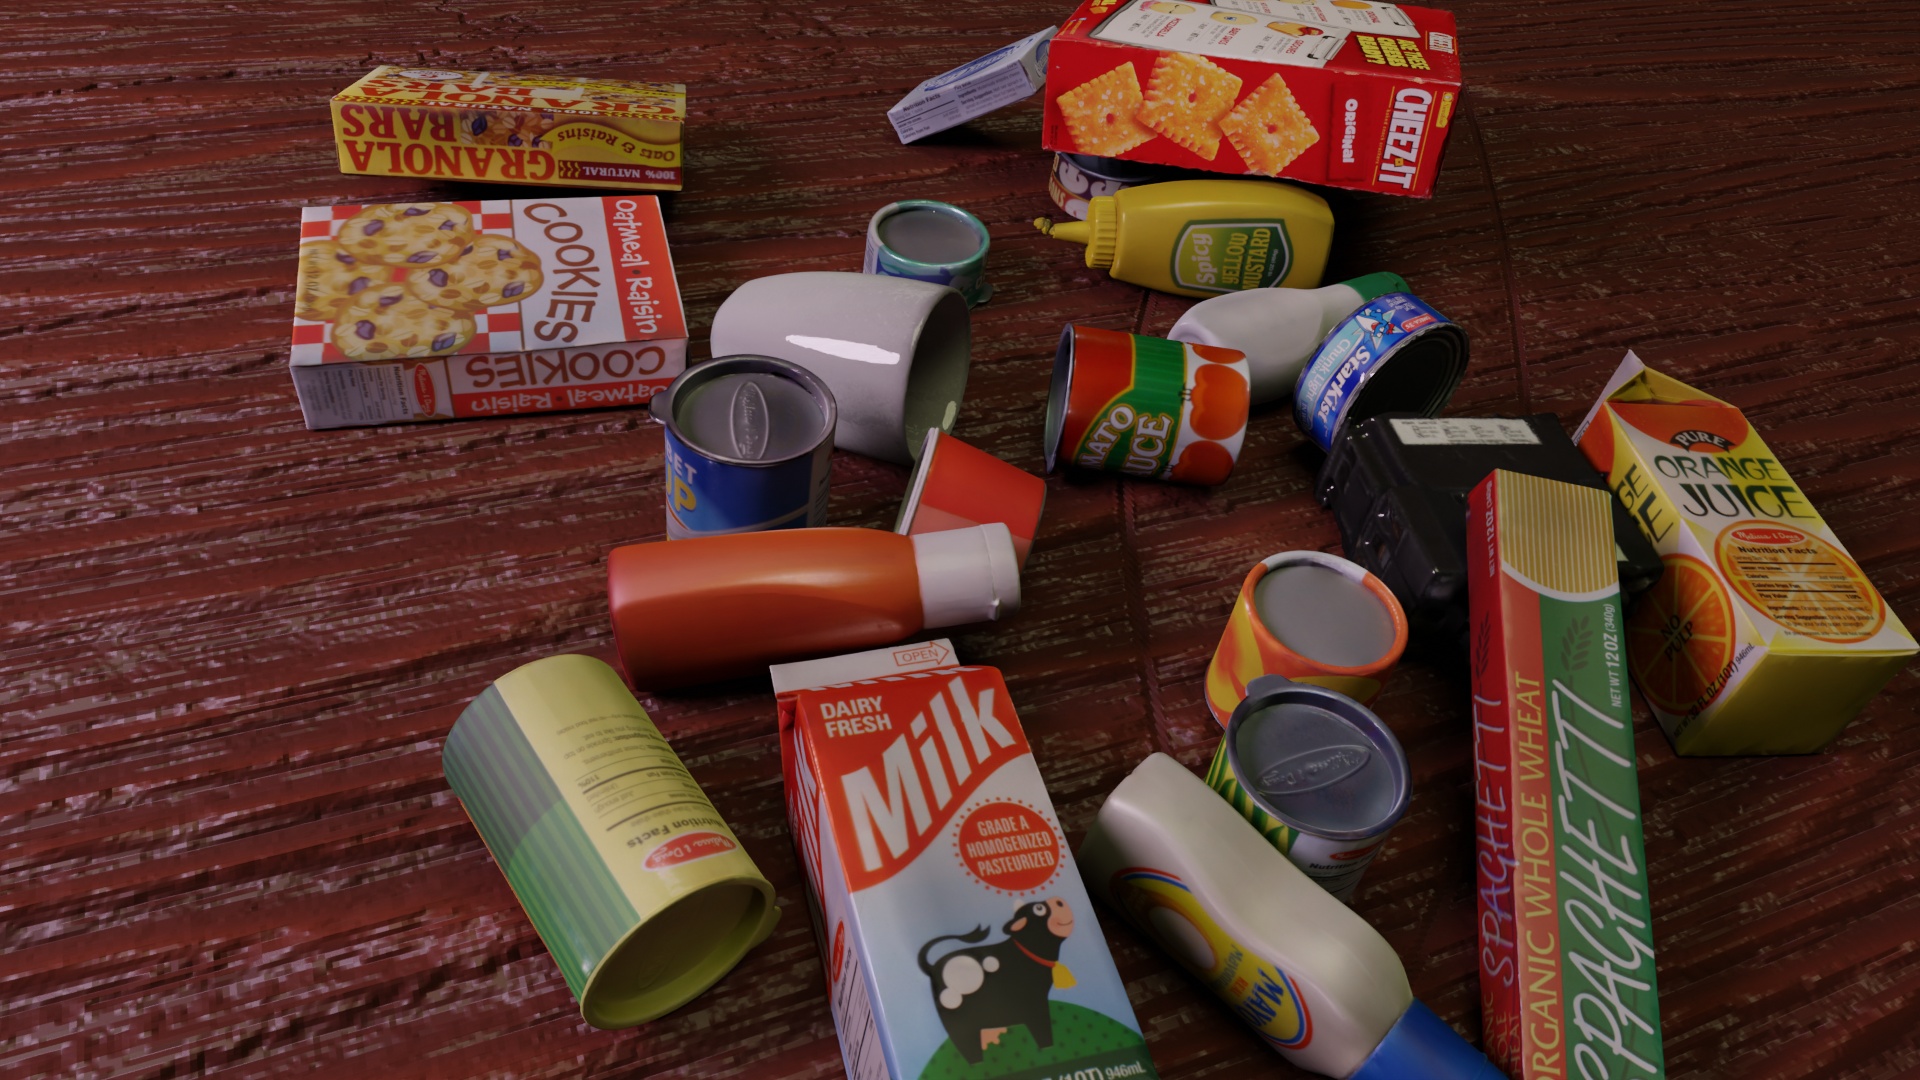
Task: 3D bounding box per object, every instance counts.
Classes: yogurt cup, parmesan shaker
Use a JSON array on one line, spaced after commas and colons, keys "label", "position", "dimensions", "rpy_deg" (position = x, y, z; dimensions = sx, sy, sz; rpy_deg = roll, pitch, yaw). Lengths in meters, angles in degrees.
[{"label": "yogurt cup", "position": [0.002, -0.007, 0.577], "dimensions": [0.054, 0.072, 0.073], "rpy_deg": [18, 44, -4]}, {"label": "parmesan shaker", "position": [-0.113, 0.095, 0.450], "dimensions": [0.071, 0.071, 0.103], "rpy_deg": [-24, 53, -31]}]

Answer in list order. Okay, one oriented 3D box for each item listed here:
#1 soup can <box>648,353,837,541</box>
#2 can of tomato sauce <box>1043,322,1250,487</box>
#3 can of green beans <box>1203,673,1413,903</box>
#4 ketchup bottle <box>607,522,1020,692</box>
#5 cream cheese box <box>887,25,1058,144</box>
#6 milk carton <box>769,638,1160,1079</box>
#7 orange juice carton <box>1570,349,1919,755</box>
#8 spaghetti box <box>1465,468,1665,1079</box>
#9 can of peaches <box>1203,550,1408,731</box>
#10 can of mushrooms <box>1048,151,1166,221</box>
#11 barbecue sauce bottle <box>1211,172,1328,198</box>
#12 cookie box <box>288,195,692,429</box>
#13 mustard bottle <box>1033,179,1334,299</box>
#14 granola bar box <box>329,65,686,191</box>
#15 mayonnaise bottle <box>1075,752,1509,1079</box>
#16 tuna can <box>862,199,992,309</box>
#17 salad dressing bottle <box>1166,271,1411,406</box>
[{"label": "soup can", "position": [-0.088, -0.022, 0.559], "dimensions": [0.071, 0.083, 0.072], "rpy_deg": [6, 44, -6]}, {"label": "can of tomato sauce", "position": [0.085, -0.061, 0.646], "dimensions": [0.083, 0.070, 0.071], "rpy_deg": [8, 44, -5]}, {"label": "can of green beans", "position": [0.120, 0.095, 0.501], "dimensions": [0.071, 0.057, 0.071], "rpy_deg": [6, 45, -6]}, {"label": "ketchup bottle", "position": [-0.053, 0.021, 0.522], "dimensions": [0.149, 0.064, 0.044], "rpy_deg": [-8, 53, -7]}, {"label": "cream cheese box", "position": [0.011, -0.272, 0.835], "dimensions": [0.103, 0.024, 0.054], "rpy_deg": [-9, 33, 38]}, {"label": "milk carton", "position": [-0.010, 0.108, 0.450], "dimensions": [0.072, 0.073, 0.191], "rpy_deg": [-6, 47, -18]}, {"label": "orange juice carton", "position": [0.330, -0.001, 0.631], "dimensions": [0.073, 0.071, 0.194], "rpy_deg": [1, 45, -11]}, {"label": "spaghetti box", "position": [0.215, 0.087, 0.502], "dimensions": [0.050, 0.028, 0.251], "rpy_deg": [11, 60, -2]}, {"label": "can of peaches", "position": [0.137, 0.048, 0.552], "dimensions": [0.071, 0.057, 0.071], "rpy_deg": [6, 44, -6]}, {"label": "can of mushrooms", "position": [0.085, -0.219, 0.828], "dimensions": [0.071, 0.033, 0.071], "rpy_deg": [6, 45, -6]}, {"label": "barbecue sauce bottle", "position": [0.207, -0.244, 0.871], "dimensions": [0.065, 0.043, 0.149], "rpy_deg": [27, 46, 9]}, {"label": "cookie box", "position": [-0.218, -0.111, 0.654], "dimensions": [0.168, 0.040, 0.123], "rpy_deg": [-6, 46, -16]}, {"label": "mustard bottle", "position": [0.120, -0.165, 0.763], "dimensions": [0.160, 0.065, 0.049], "rpy_deg": [2, 36, -3]}, {"label": "granola bar box", "position": [-0.230, -0.218, 0.735], "dimensions": [0.166, 0.039, 0.125], "rpy_deg": [0, 26, -11]}, {"label": "mayonnaise bottle", "position": [0.106, 0.137, 0.455], "dimensions": [0.148, 0.064, 0.041], "rpy_deg": [40, 54, 21]}, {"label": "tuna can", "position": [-0.016, -0.150, 0.739], "dimensions": [0.071, 0.032, 0.071], "rpy_deg": [5, 44, -5]}, {"label": "salad dressing bottle", "position": [0.176, -0.110, 0.730], "dimensions": [0.148, 0.043, 0.064], "rpy_deg": [-19, 51, -29]}]
